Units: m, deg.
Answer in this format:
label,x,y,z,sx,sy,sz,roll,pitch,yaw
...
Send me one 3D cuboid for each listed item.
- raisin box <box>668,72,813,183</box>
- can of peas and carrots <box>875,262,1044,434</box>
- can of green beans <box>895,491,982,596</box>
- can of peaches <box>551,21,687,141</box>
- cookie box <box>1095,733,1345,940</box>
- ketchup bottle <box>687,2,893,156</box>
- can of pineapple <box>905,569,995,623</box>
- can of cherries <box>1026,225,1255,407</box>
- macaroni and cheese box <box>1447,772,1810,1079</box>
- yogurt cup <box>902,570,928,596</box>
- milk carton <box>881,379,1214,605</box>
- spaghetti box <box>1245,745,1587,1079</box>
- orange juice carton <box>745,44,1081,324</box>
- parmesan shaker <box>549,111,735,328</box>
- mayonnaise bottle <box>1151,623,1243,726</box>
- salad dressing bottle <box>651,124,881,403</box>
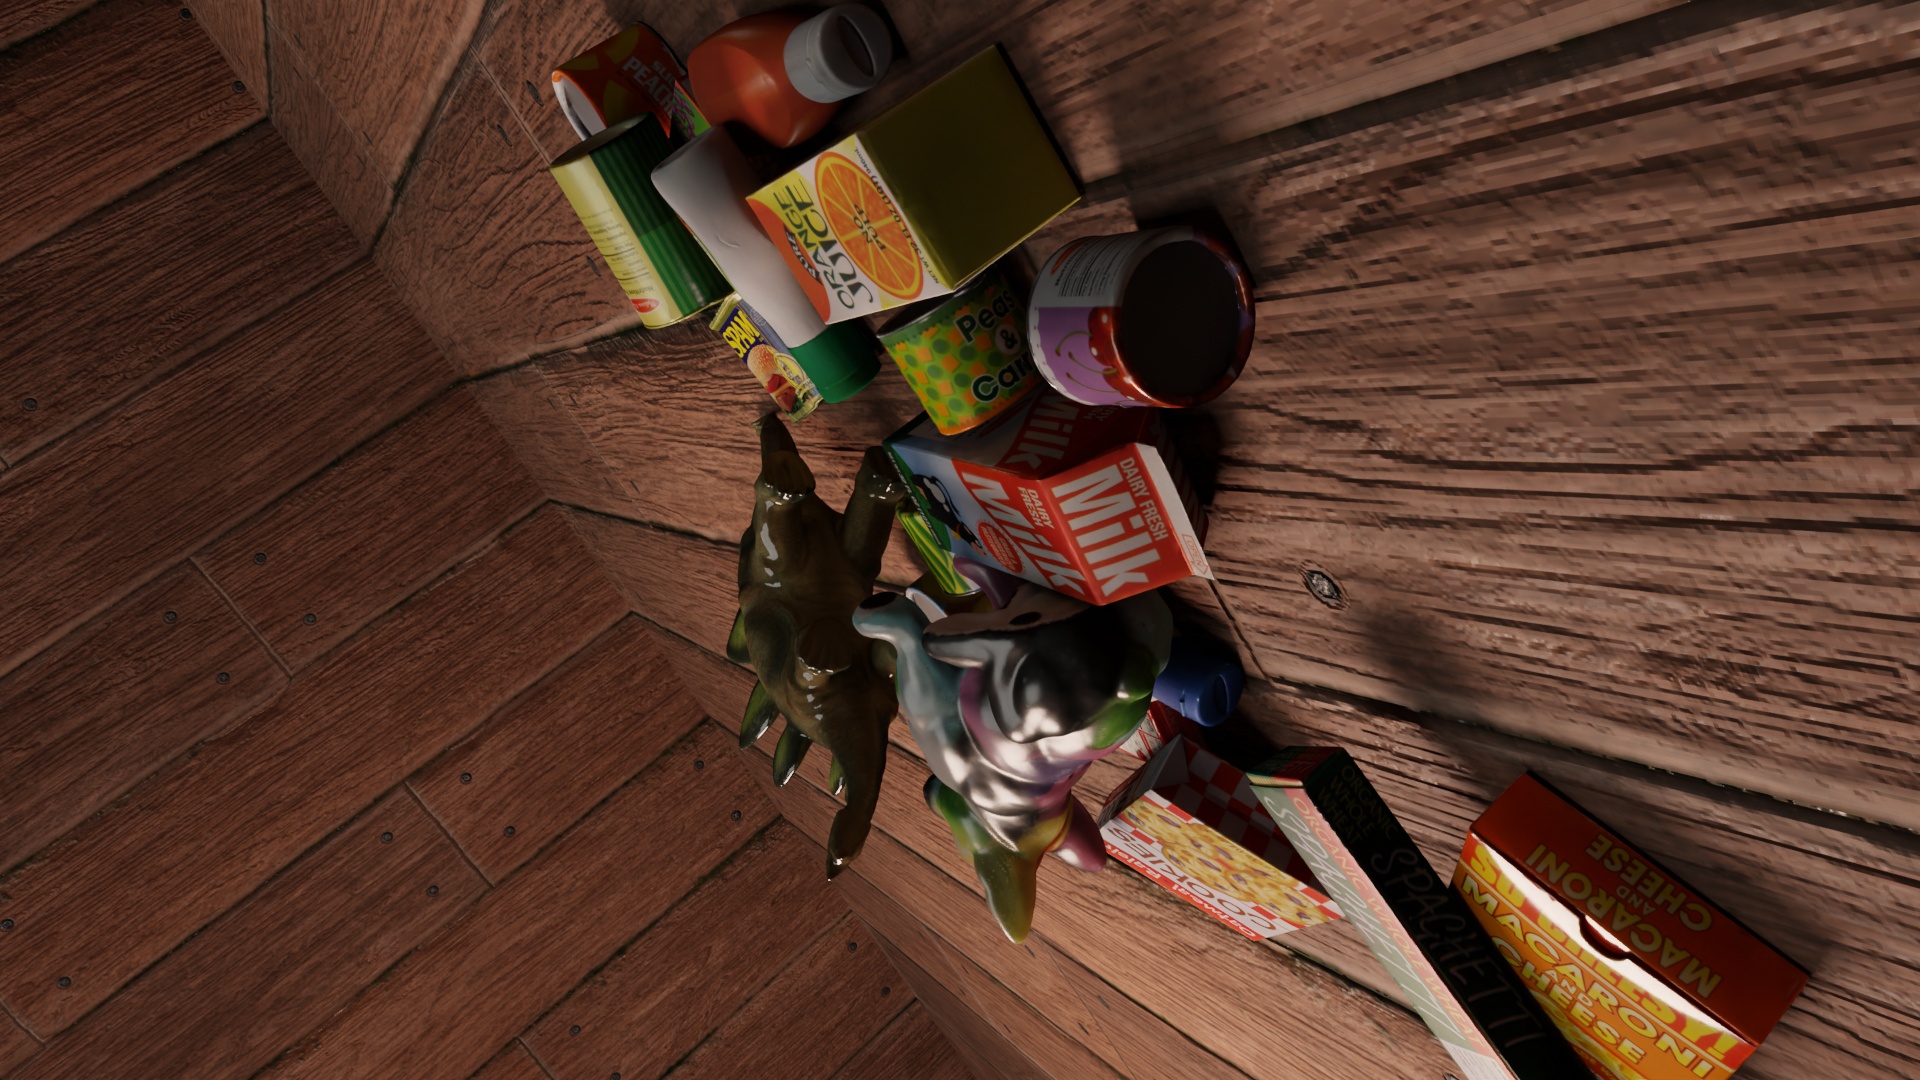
label,x,y,z,sx,sy,sz,roll,pitch,yaw
raisin box,-0.108,-0.195,0.768,0.123,0.040,0.086,51,161,-1
can of peas and carrots,0.004,-0.091,0.655,0.058,0.071,0.071,56,161,-16
can of green beans,0.004,-0.010,0.806,0.057,0.071,0.071,59,160,-20
can of peaches,-0.198,-0.263,0.822,0.071,0.058,0.071,45,160,21
cookie box,0.150,0.176,0.802,0.123,0.040,0.166,31,159,5
ketchup bottle,-0.080,-0.218,0.651,0.149,0.044,0.064,16,141,60
can of pineapple,0.008,0.040,0.904,0.071,0.058,0.070,44,160,21
can of cherries,0.069,-0.081,0.523,0.058,0.072,0.071,12,137,60
macaroni and cheese box,0.268,0.187,0.595,0.124,0.040,0.165,39,158,32
yogurt cup,-0.026,0.064,1.022,0.054,0.072,0.072,42,161,3
milk carton,0.047,-0.027,0.661,0.190,0.074,0.072,18,141,58
spaghetti box,0.218,0.195,0.614,0.250,0.029,0.050,53,163,-4
orange juice carton,-0.035,-0.150,0.625,0.071,0.073,0.192,57,161,-17
parmesan shaker,-0.174,-0.181,0.783,0.071,0.071,0.102,22,145,56
mayonnaise bottle,0.090,0.055,0.768,0.148,0.041,0.064,29,145,46
salad dressing bottle,-0.095,-0.138,0.709,0.147,0.044,0.064,54,-167,-23
